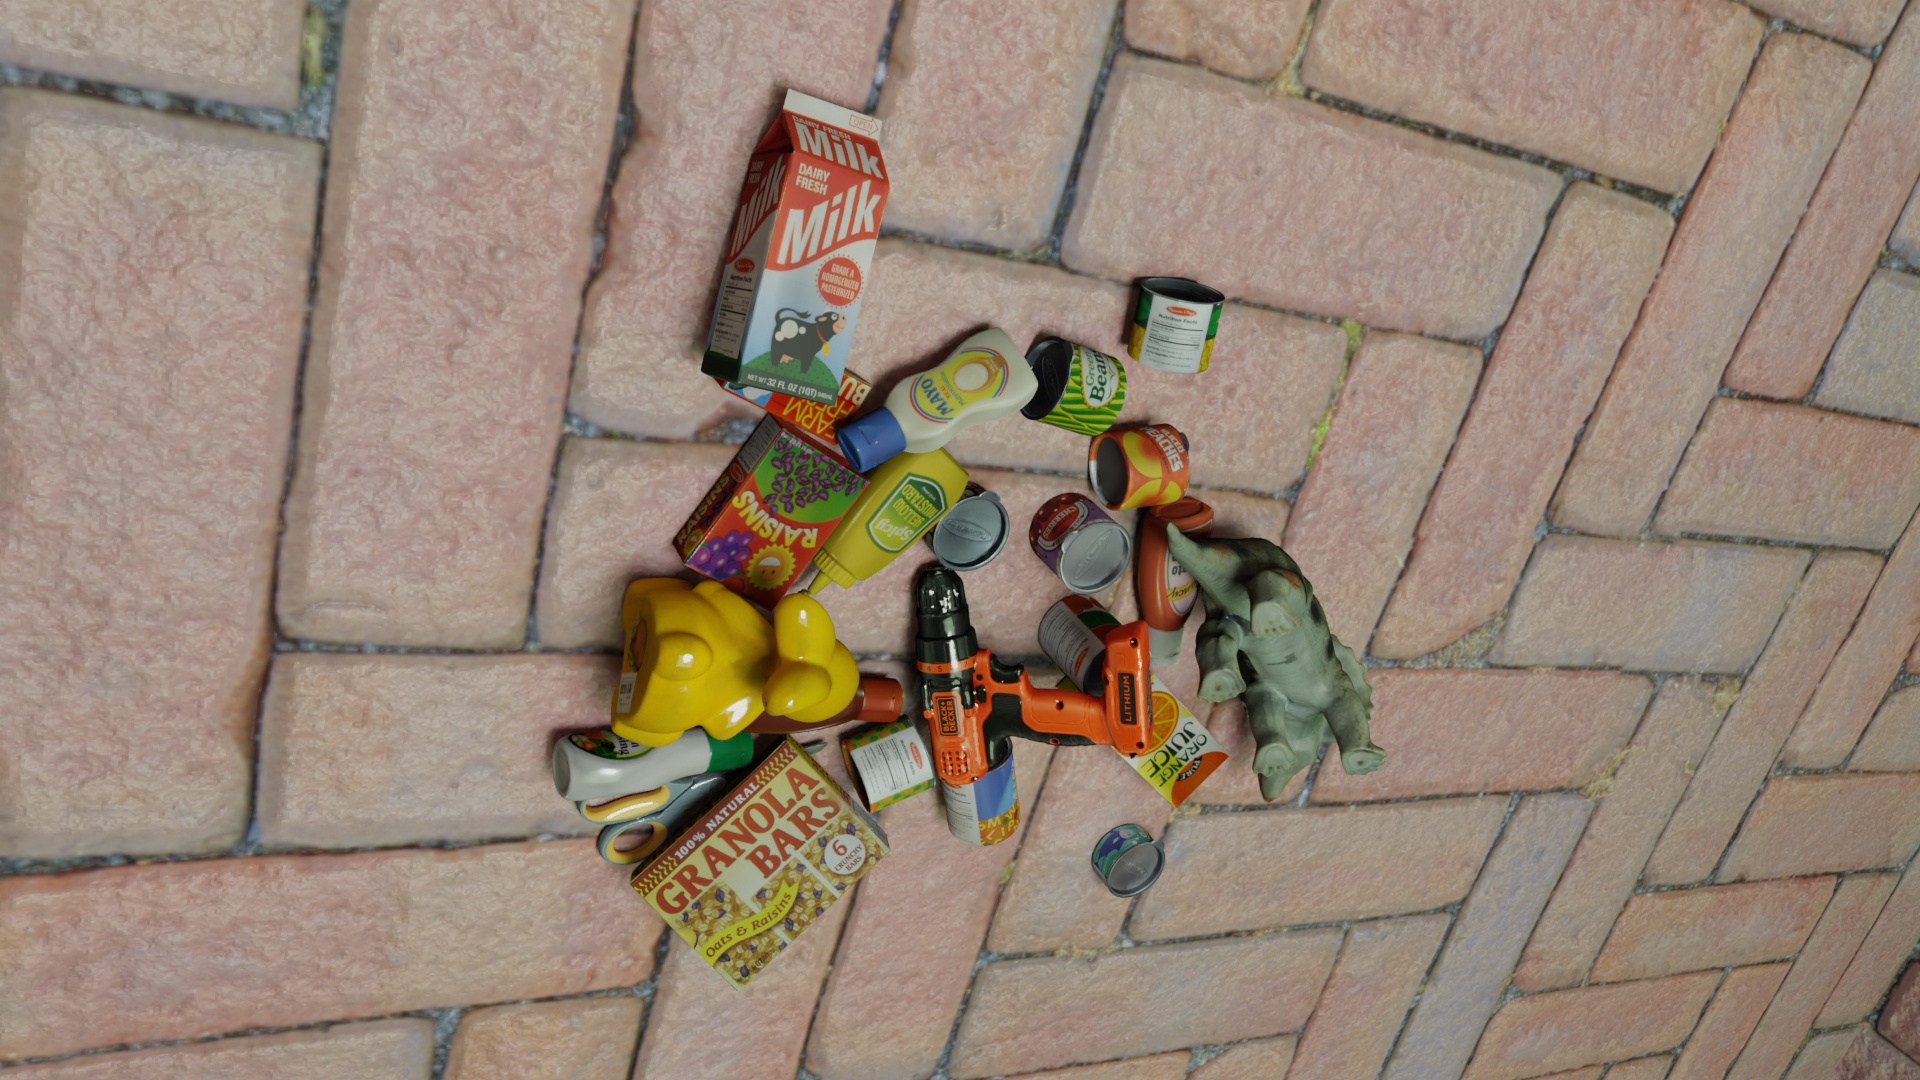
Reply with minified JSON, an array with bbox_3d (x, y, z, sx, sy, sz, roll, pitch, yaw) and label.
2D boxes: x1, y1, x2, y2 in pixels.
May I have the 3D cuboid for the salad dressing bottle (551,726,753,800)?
[{"bbox_3d":[-0.231,0.164,1.056,0.148,0.064,0.044,-3,107,-35],"label":"salad dressing bottle"}]

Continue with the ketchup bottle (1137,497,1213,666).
[{"bbox_3d":[0.182,0.038,1.212,0.065,0.043,0.148,-16,123,-33],"label":"ketchup bottle"}]

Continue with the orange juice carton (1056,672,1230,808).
[{"bbox_3d":[0.177,0.176,1.265,0.072,0.073,0.192,-45,127,0],"label":"orange juice carton"}]

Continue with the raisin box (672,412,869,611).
[{"bbox_3d":[-0.138,-0.020,1.016,0.086,0.040,0.123,33,98,-37],"label":"raisin box"}]

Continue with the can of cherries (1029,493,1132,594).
[{"bbox_3d":[0.097,0.000,1.138,0.072,0.058,0.071,-12,122,-21],"label":"can of cherries"}]

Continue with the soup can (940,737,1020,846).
[{"bbox_3d":[0.018,0.211,1.206,0.071,0.071,0.083,-19,124,-17],"label":"soup can"}]

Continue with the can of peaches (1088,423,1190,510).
[{"bbox_3d":[0.145,-0.061,1.124,0.058,0.071,0.071,-9,119,-23],"label":"can of peaches"}]

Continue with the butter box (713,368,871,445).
[{"bbox_3d":[-0.118,-0.112,0.986,0.103,0.024,0.053,26,101,-35],"label":"butter box"}]

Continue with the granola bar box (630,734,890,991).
[{"bbox_3d":[-0.157,0.253,1.099,0.165,0.039,0.124,-43,99,-3],"label":"granola bar box"}]

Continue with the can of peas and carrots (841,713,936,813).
[{"bbox_3d":[-0.061,0.186,1.152,0.059,0.071,0.070,-20,123,-16],"label":"can of peas and carrots"}]

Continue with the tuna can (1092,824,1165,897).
[{"bbox_3d":[0.165,0.311,1.357,0.071,0.033,0.070,-13,121,-22],"label":"tuna can"}]

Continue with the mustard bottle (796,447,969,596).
[{"bbox_3d":[-0.066,-0.010,1.053,0.160,0.049,0.065,-47,125,2],"label":"mustard bottle"}]

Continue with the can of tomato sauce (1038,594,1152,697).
[{"bbox_3d":[0.115,0.094,1.182,0.071,0.083,0.070,-12,121,-21],"label":"can of tomato sauce"}]

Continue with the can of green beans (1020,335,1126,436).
[{"bbox_3d":[0.085,-0.117,1.063,0.058,0.071,0.071,13,109,-33],"label":"can of green beans"}]

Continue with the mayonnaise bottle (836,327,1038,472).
[{"bbox_3d":[-0.019,-0.098,1.014,0.148,0.065,0.041,-30,169,-19],"label":"mayonnaise bottle"}]

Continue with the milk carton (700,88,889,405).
[{"bbox_3d":[-0.104,-0.191,0.908,0.072,0.073,0.190,11,96,-32],"label":"milk carton"}]

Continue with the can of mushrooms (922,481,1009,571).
[{"bbox_3d":[0.004,-0.014,1.097,0.071,0.033,0.070,-12,120,-21],"label":"can of mushrooms"}]

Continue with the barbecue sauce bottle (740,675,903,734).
[{"bbox_3d":[-0.117,0.122,1.099,0.149,0.043,0.065,8,93,-32],"label":"barbecue sauce bottle"}]

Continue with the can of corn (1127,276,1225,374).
[{"bbox_3d":[0.167,-0.168,1.082,0.071,0.071,0.058,-4,118,-26],"label":"can of corn"}]
